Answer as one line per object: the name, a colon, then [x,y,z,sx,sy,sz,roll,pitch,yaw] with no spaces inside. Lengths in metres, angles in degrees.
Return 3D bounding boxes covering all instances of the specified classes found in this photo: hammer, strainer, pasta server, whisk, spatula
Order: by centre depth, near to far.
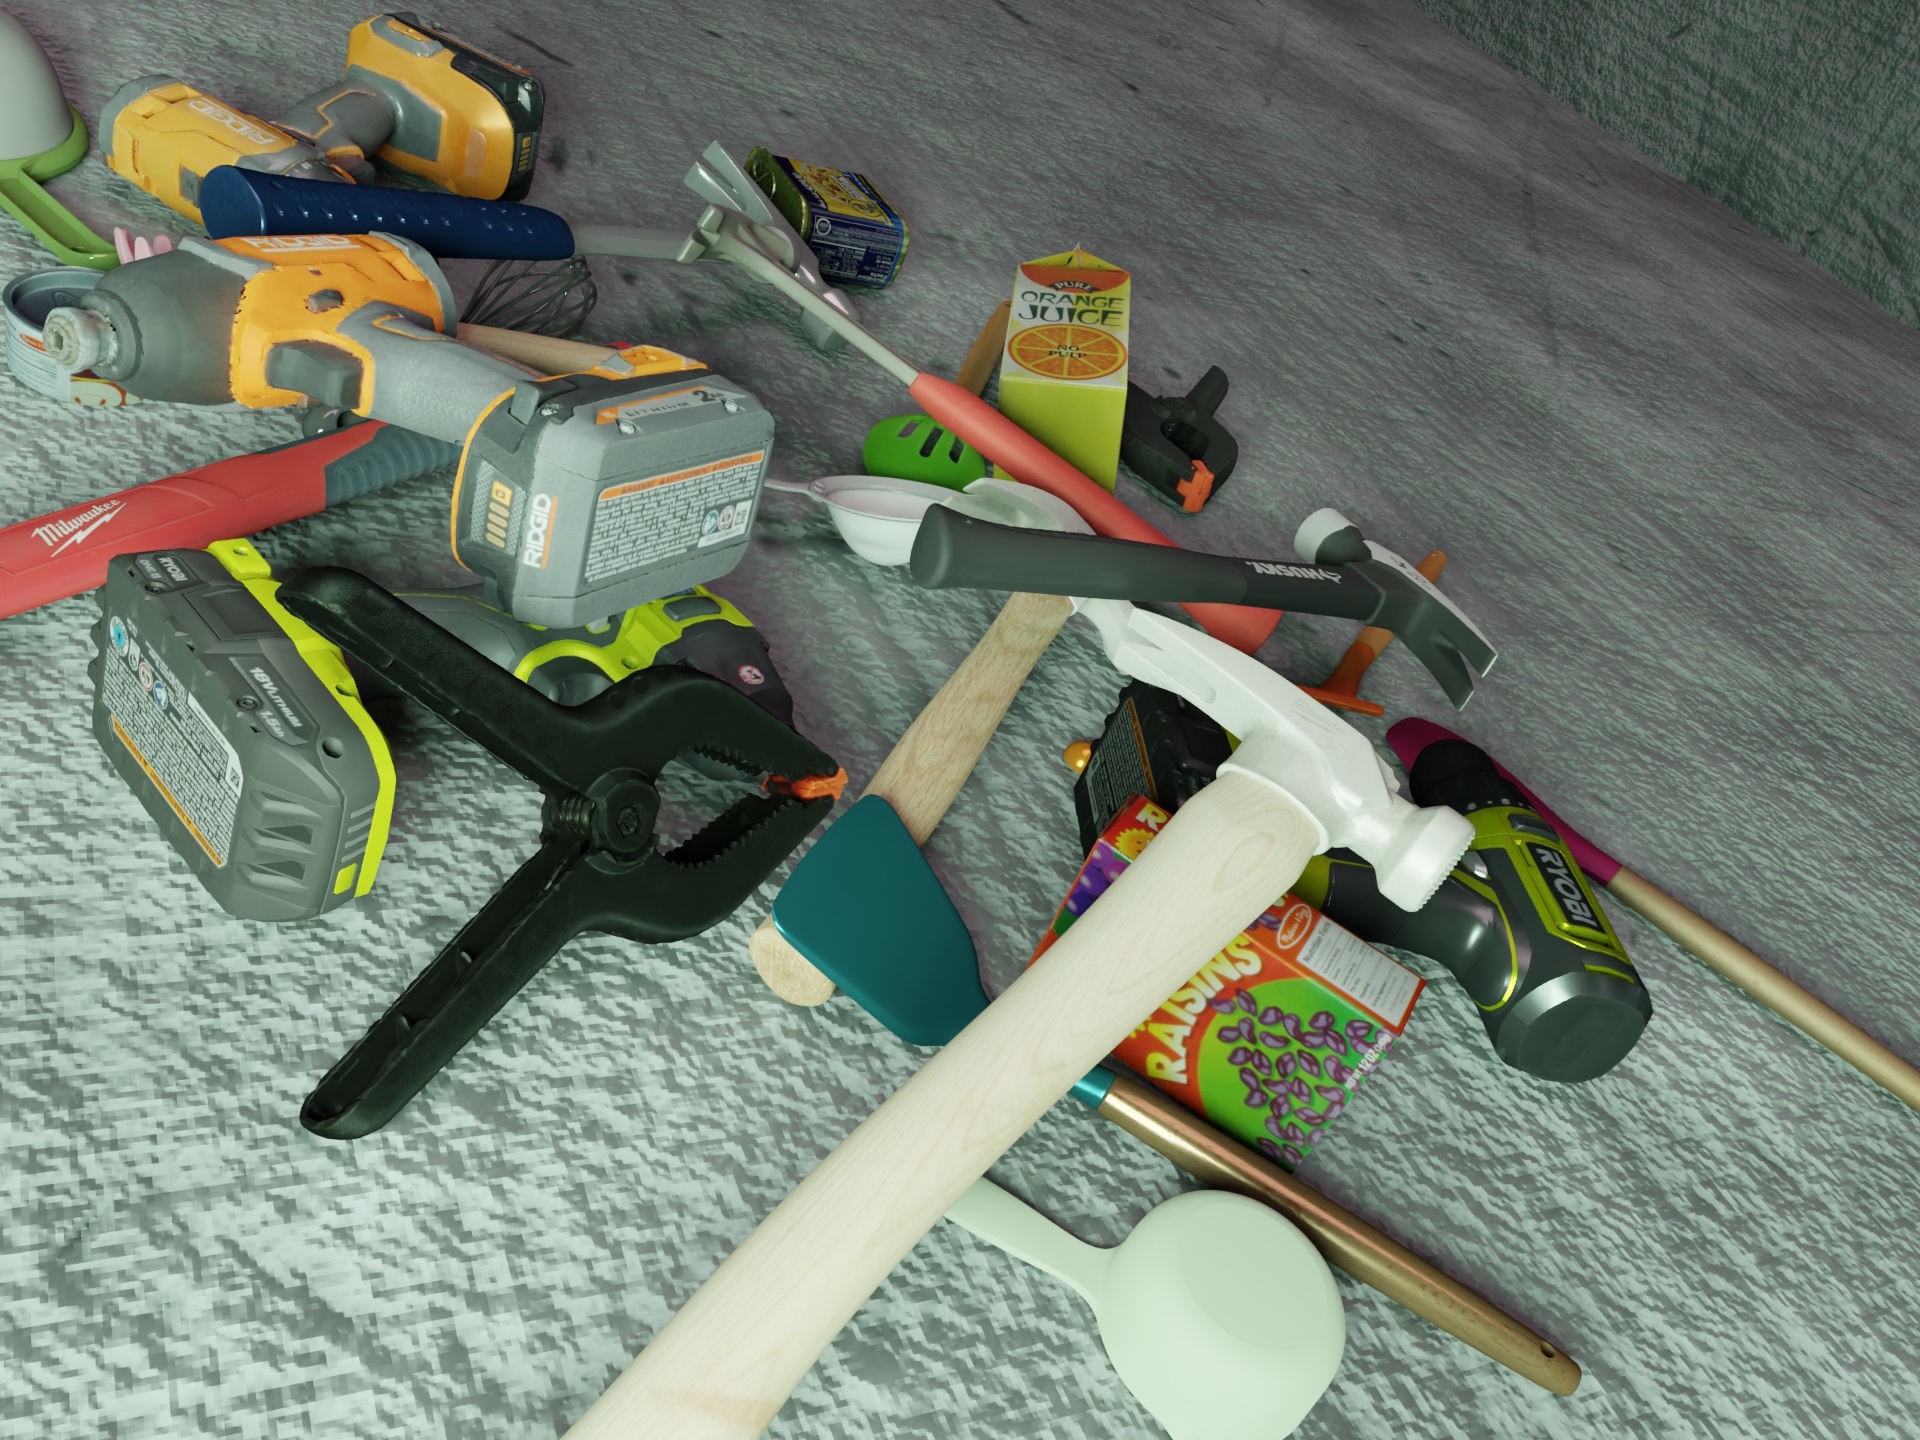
hammer: [-0.004,0.106,0.467,0.146,0.038,0.411,38,52,18]
spatula: [0.077,0.139,0.556,0.317,0.044,0.082,31,38,8]
hammer: [-0.287,-0.104,0.646,0.143,0.038,0.386,35,40,19]
hammer: [-0.001,-0.002,0.678,0.130,0.031,0.331,51,39,-13]
pasta server: [-0.254,-0.182,0.711,0.316,0.040,0.060,14,14,22]
hammer: [0.116,-0.064,0.749,0.334,0.035,0.146,1,37,-39]
strainer: [-0.488,-0.304,0.786,0.256,0.069,0.151,38,37,22]
strainer: [-0.100,-0.119,0.796,0.258,0.050,0.087,14,20,-4]
whisk: [-0.251,-0.191,0.799,0.055,0.055,0.239,26,38,3]
hammer: [-0.204,-0.255,0.825,0.144,0.035,0.405,54,31,9]
hammer: [0.017,-0.148,0.833,0.359,0.036,0.149,36,15,-3]
spatula: [0.237,-0.054,0.905,0.081,0.041,0.322,15,28,24]

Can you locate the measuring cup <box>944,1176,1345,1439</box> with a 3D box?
measuring cup: [0.046,0.164,0.507,0.167,0.038,0.083,29,35,3]

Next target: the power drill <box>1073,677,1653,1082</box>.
power drill: [0.171,0.052,0.698,0.228,0.080,0.191,16,33,-15]

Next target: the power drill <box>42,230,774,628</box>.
power drill: [-0.202,-0.117,0.583,0.226,0.084,0.164,27,28,19]

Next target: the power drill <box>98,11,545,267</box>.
power drill: [-0.323,-0.312,0.888,0.185,0.084,0.226,29,39,7]

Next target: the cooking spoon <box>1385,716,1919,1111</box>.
cooking spoon: [0.350,0.094,0.796,0.319,0.017,0.069,39,38,21]

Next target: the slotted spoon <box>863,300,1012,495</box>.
slotted spoon: [0.004,-0.209,0.987,0.070,0.031,0.314,24,33,-2]

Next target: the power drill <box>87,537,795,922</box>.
power drill: [-0.174,-0.013,0.582,0.171,0.080,0.223,42,35,25]

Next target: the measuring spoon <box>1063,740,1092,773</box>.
measuring spoon: [0.101,0.017,0.756,0.116,0.011,0.021,2,40,-28]
